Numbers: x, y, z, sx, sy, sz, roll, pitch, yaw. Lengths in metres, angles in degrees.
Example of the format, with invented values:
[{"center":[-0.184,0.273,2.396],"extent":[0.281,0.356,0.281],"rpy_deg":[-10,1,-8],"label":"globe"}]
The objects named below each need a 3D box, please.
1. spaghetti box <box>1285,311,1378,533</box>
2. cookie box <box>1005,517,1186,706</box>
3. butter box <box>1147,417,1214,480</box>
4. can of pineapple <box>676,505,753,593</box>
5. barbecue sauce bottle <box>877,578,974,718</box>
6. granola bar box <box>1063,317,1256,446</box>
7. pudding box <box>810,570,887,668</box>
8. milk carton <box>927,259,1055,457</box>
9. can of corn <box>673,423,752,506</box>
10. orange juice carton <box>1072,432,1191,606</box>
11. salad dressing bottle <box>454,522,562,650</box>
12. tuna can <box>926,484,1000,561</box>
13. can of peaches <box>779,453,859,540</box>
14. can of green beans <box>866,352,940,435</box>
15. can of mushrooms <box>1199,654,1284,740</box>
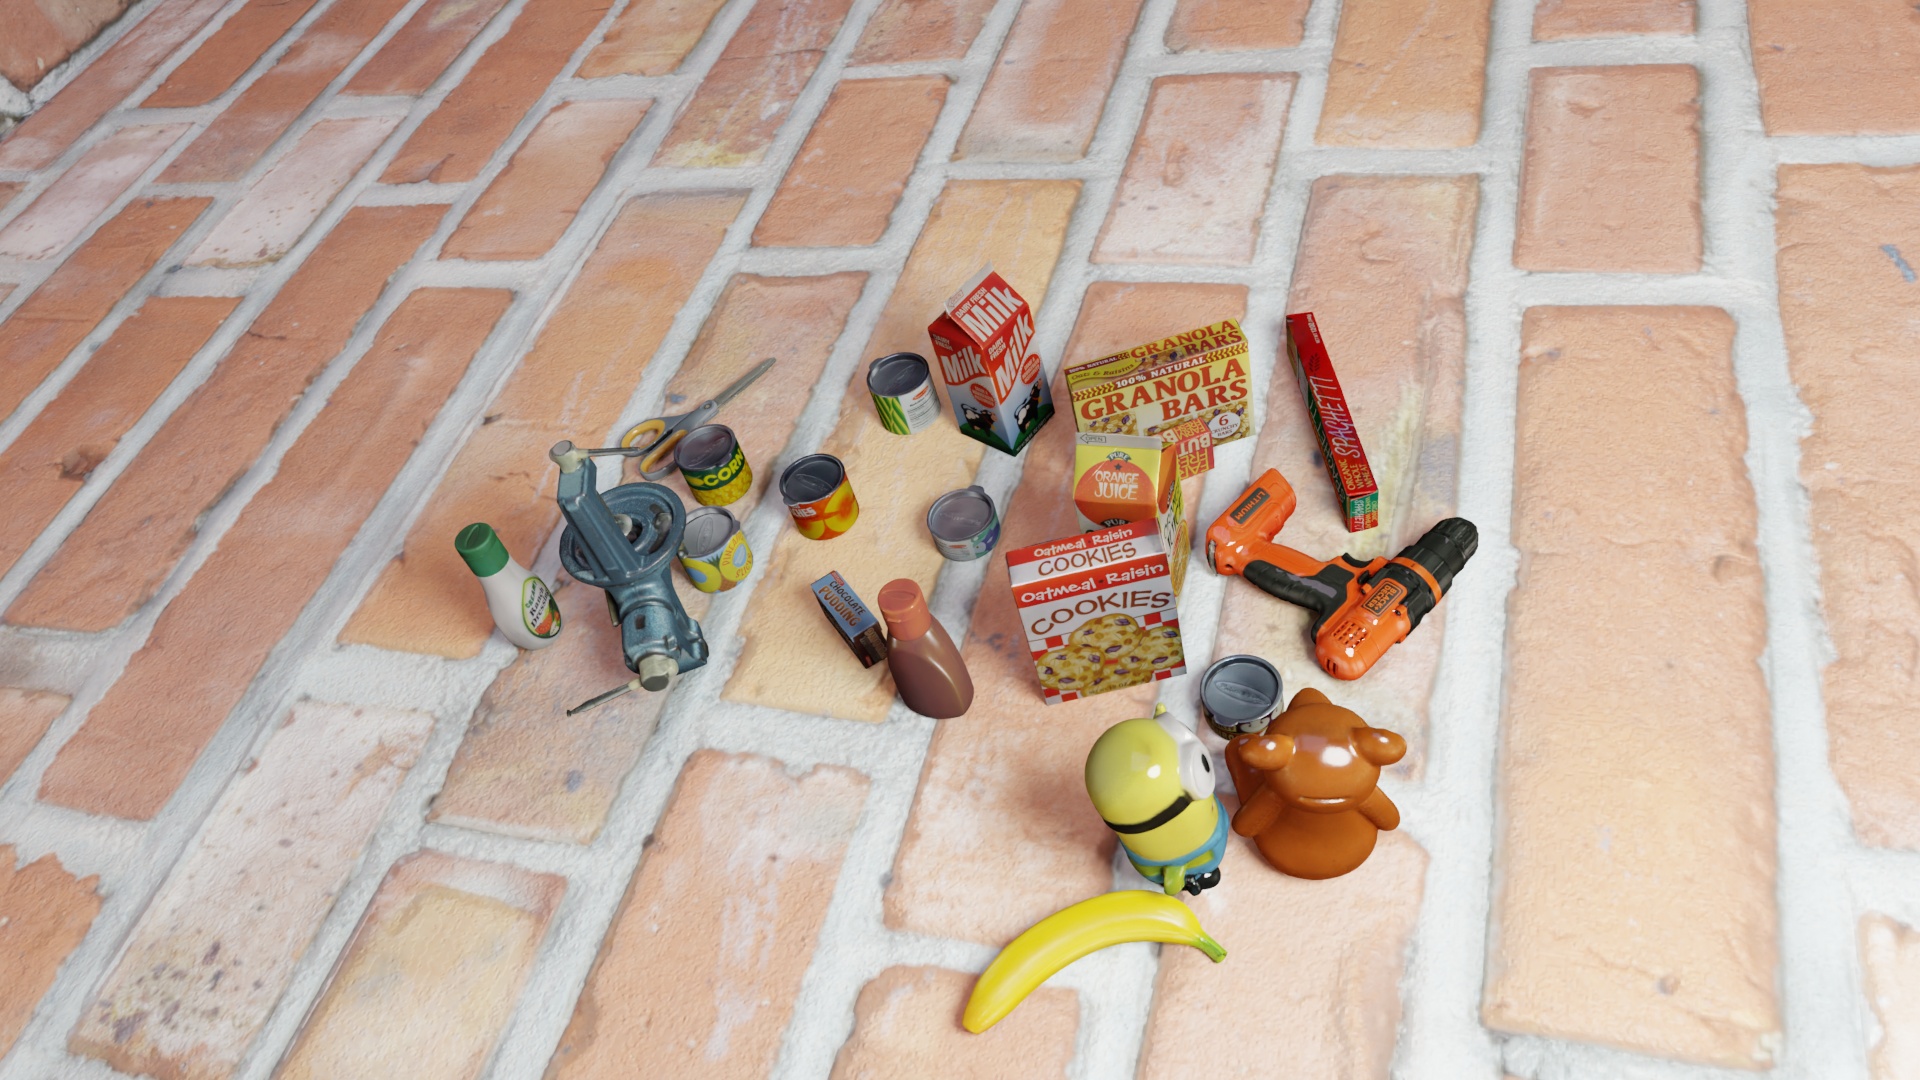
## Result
[{"center":[0.344,-0.115,1.293],"extent":[0.029,0.050,0.251],"rpy_deg":[-11,48,7],"label":"spaghetti box"},{"center":[0.112,0.060,1.127],"extent":[0.123,0.166,0.040],"rpy_deg":[-13,48,5],"label":"cookie box"},{"center":[0.186,-0.074,1.301],"extent":[0.103,0.053,0.024],"rpy_deg":[-21,47,-3],"label":"butter box"},{"center":[-0.239,0.009,1.345],"extent":[0.071,0.057,0.071],"rpy_deg":[-8,48,9],"label":"can of pineapple"},{"center":[-0.033,0.091,1.154],"extent":[0.065,0.147,0.044],"rpy_deg":[7,52,22],"label":"barbecue sauce bottle"},{"center":[0.188,-0.130,1.301],"extent":[0.165,0.123,0.039],"rpy_deg":[-16,47,2],"label":"granola bar box"},{"center":[-0.099,0.070,1.257],"extent":[0.030,0.049,0.084],"rpy_deg":[-32,49,-12],"label":"pudding box"},{"center":[0.028,-0.178,1.344],"extent":[0.073,0.189,0.072],"rpy_deg":[26,61,33],"label":"milk carton"},{"center":[-0.251,-0.075,1.423],"extent":[0.071,0.058,0.071],"rpy_deg":[-8,48,9],"label":"can of corn"},{"center":[0.145,-0.023,1.173],"extent":[0.072,0.191,0.073],"rpy_deg":[5,52,20],"label":"orange juice carton"},{"center":[-0.426,0.044,1.308],"extent":[0.044,0.147,0.064],"rpy_deg":[-2,50,15],"label":"salad dressing bottle"},{"center":[0.005,-0.016,1.316],"extent":[0.071,0.032,0.071],"rpy_deg":[-8,48,9],"label":"tuna can"},{"center":[-0.139,-0.041,1.361],"extent":[0.071,0.057,0.071],"rpy_deg":[-8,48,9],"label":"can of peaches"},{"center":[-0.058,-0.151,1.435],"extent":[0.071,0.057,0.071],"rpy_deg":[-8,48,9],"label":"can of green beans"},{"center":[0.227,0.130,1.123],"extent":[0.071,0.033,0.071],"rpy_deg":[-8,48,9],"label":"can of mushrooms"}]
